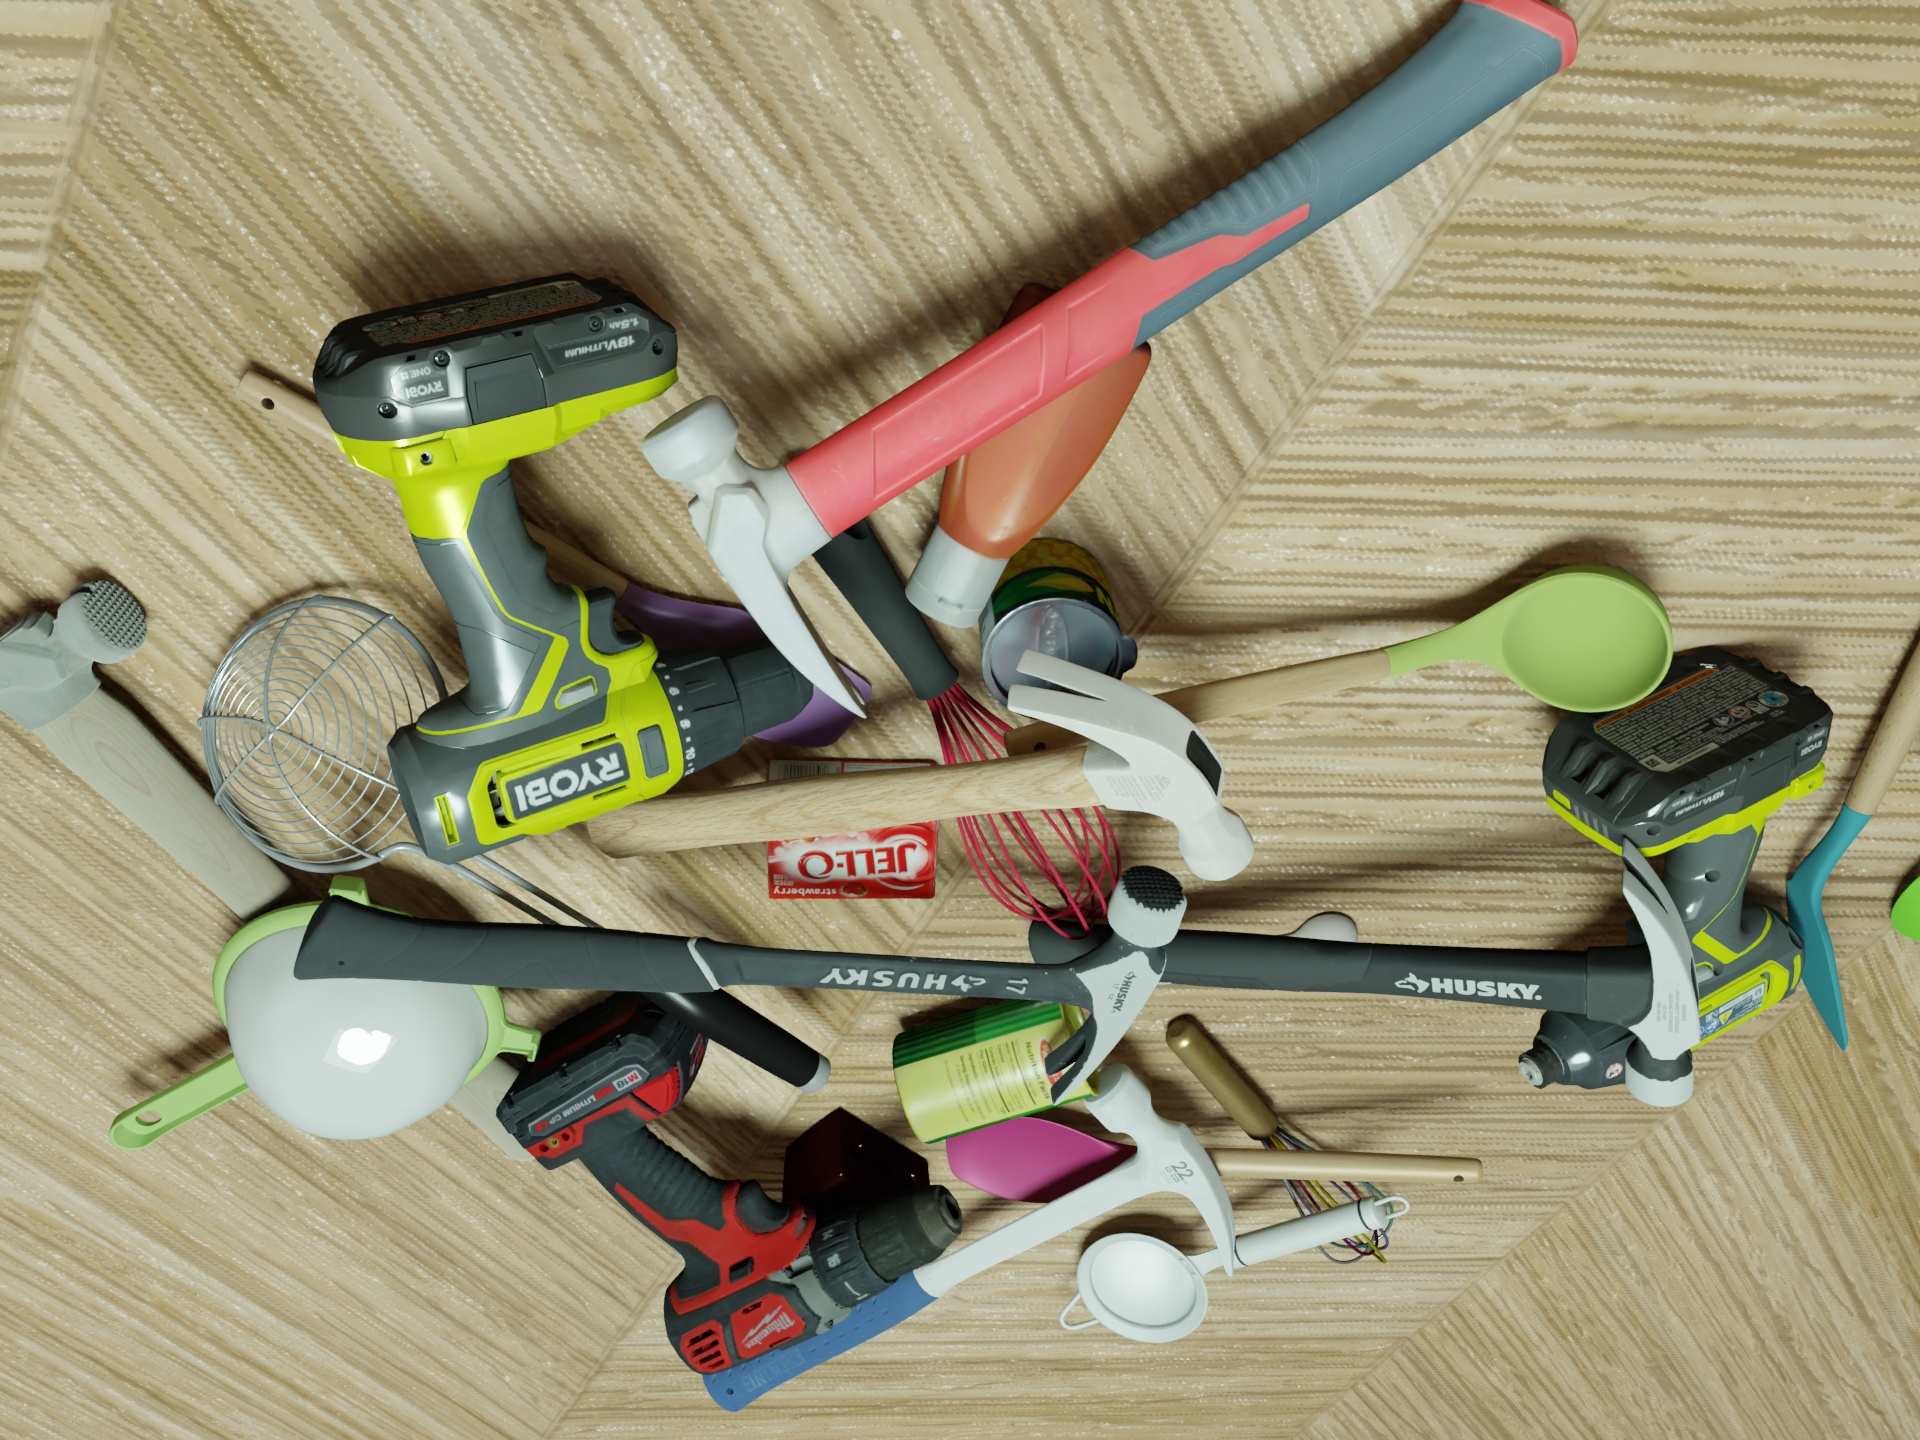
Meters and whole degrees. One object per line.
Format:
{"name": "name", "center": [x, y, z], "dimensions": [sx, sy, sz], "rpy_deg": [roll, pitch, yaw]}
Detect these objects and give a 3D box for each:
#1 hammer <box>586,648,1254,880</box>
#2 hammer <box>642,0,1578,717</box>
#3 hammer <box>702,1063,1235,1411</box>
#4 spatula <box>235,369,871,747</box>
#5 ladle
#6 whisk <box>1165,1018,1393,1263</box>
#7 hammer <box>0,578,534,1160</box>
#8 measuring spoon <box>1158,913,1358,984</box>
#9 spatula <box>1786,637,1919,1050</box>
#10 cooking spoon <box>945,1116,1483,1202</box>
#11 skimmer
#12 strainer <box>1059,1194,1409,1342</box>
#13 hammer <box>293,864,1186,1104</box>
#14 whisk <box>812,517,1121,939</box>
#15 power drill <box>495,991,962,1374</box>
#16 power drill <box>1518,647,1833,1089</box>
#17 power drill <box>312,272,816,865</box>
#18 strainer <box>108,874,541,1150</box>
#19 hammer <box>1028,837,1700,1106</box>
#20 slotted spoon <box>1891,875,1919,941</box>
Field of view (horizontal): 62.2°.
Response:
{"name": "hammer", "center": [-0.041, 0.035, 0.738], "dimensions": [0.331, 0.031, 0.129], "rpy_deg": [-7, 136, 29]}
{"name": "hammer", "center": [0.074, -0.154, 0.631], "dimensions": [0.386, 0.038, 0.143], "rpy_deg": [-32, 111, 4]}
{"name": "hammer", "center": [-0.009, 0.356, 1.008], "dimensions": [0.405, 0.035, 0.144], "rpy_deg": [-35, 104, 26]}
{"name": "spatula", "center": [-0.182, -0.069, 0.738], "dimensions": [0.315, 0.018, 0.059], "rpy_deg": [31, 113, -23]}
{"name": "ladle", "center": [0.178, -0.015, 0.739], "dimensions": [0.320, 0.062, 0.078], "rpy_deg": [-12, 128, -10]}
{"name": "whisk", "center": [0.200, 0.263, 0.979], "dimensions": [0.051, 0.047, 0.244], "rpy_deg": [-31, 118, 19]}
{"name": "hammer", "center": [-0.360, 0.111, 0.843], "dimensions": [0.146, 0.038, 0.410], "rpy_deg": [-25, 123, 15]}
{"name": "measuring spoon", "center": [0.165, 0.137, 0.903], "dimensions": [0.124, 0.018, 0.034], "rpy_deg": [-13, 125, 7]}
{"name": "spatula", "center": [0.488, 0.024, 0.826], "dimensions": [0.044, 0.082, 0.317], "rpy_deg": [11, 119, 3]}
{"name": "cooking spoon", "center": [0.147, 0.266, 0.958], "dimensions": [0.319, 0.017, 0.068], "rpy_deg": [-1, 116, 13]}
{"name": "skimmer", "center": [-0.206, 0.079, 0.798], "dimensions": [0.127, 0.090, 0.363], "rpy_deg": [-46, 120, 8]}
{"name": "strainer", "center": [0.170, 0.336, 1.002], "dimensions": [0.258, 0.050, 0.087], "rpy_deg": [-30, 100, 33]}
{"name": "hammer", "center": [-0.103, 0.121, 0.766], "dimensions": [0.408, 0.036, 0.149], "rpy_deg": [5, 127, -12]}
{"name": "whisk", "center": [-0.001, -0.002, 0.773], "dimensions": [0.073, 0.073, 0.295], "rpy_deg": [-26, 117, 14]}
{"name": "power drill", "center": [-0.126, 0.251, 0.891], "dimensions": [0.188, 0.080, 0.226], "rpy_deg": [-29, 105, 16]}
{"name": "power drill", "center": [0.364, 0.090, 0.823], "dimensions": [0.171, 0.080, 0.223], "rpy_deg": [-23, 126, -15]}
{"name": "power drill", "center": [-0.162, -0.065, 0.679], "dimensions": [0.190, 0.080, 0.228], "rpy_deg": [-20, 122, -24]}
{"name": "strainer", "center": [-0.363, 0.192, 0.837], "dimensions": [0.256, 0.069, 0.151], "rpy_deg": [-27, 123, 16]}
{"name": "hammer", "center": [0.195, 0.122, 0.814], "dimensions": [0.335, 0.035, 0.146], "rpy_deg": [0, 126, 23]}
{"name": "slotted spoon", "center": [0.555, 0.003, 0.829], "dimensions": [0.070, 0.031, 0.313], "rpy_deg": [-6, 124, -2]}
